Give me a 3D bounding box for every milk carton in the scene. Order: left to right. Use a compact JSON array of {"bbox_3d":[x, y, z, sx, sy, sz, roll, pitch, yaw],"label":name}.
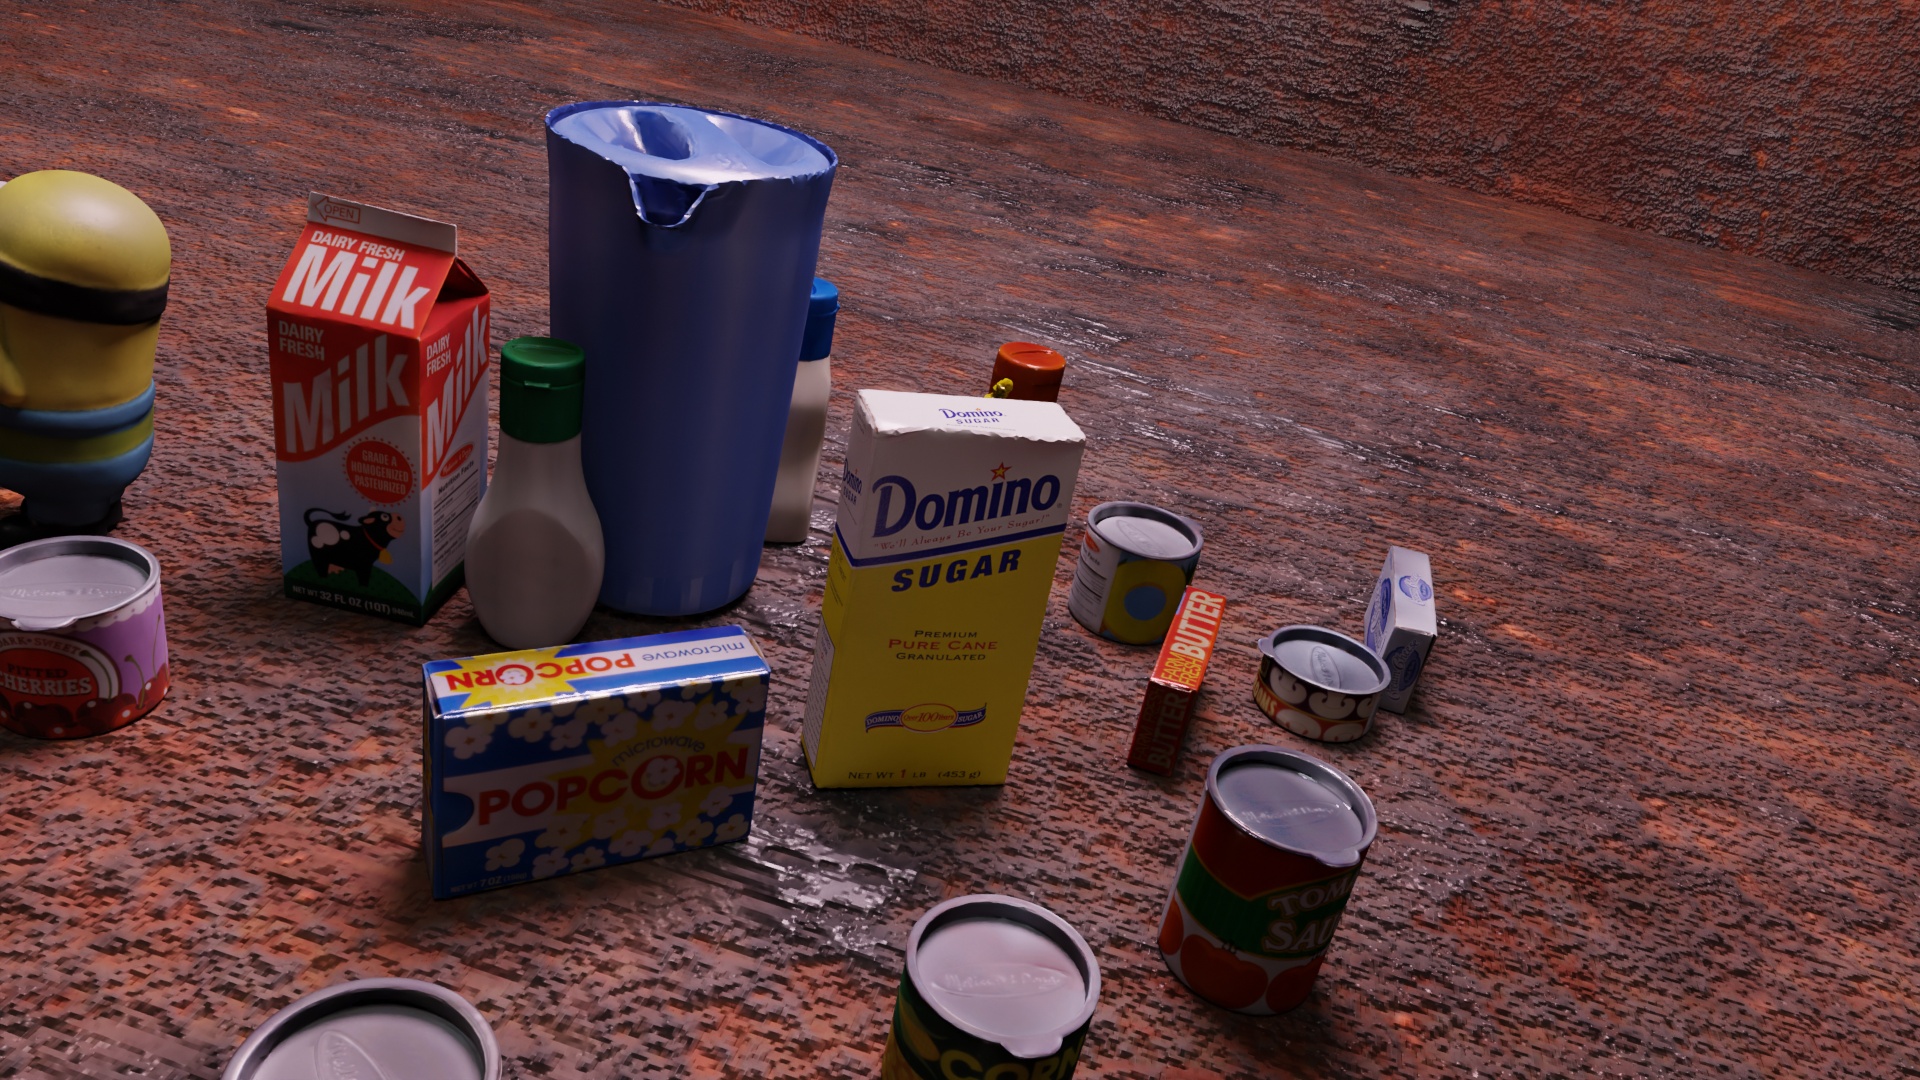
[{"bbox_3d":[-0.271,-0.064,0.654,0.072,0.189,0.074,13,27,2],"label":"milk carton"}]

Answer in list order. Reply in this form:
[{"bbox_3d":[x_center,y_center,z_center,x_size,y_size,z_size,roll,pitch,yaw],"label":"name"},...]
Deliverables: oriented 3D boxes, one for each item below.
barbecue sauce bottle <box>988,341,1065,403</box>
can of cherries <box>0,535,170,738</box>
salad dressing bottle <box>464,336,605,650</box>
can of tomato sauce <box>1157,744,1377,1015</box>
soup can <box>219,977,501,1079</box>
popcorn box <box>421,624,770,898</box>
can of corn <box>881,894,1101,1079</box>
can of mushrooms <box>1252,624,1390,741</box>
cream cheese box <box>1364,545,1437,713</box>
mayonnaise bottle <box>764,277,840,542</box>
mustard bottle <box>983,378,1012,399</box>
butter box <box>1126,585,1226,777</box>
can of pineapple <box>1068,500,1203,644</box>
[{"bbox_3d":[0.024,-0.033,0.757,0.065,0.147,0.044,-9,34,-34],"label":"barbecue sauce bottle"},{"bbox_3d":[-0.363,0.040,0.566,0.071,0.058,0.072,9,27,-5],"label":"can of cherries"},{"bbox_3d":[-0.197,-0.021,0.648,0.064,0.147,0.044,6,28,-11],"label":"salad dressing bottle"},{"bbox_3d":[0.121,0.135,0.548,0.071,0.082,0.071,9,27,-5],"label":"can of tomato sauce"},{"bbox_3d":[-0.161,0.172,0.369,0.071,0.083,0.072,9,27,-5],"label":"soup can"},{"bbox_3d":[-0.141,0.084,0.540,0.127,0.084,0.038,-5,32,-30],"label":"popcorn box"},{"bbox_3d":[0.010,0.167,0.472,0.071,0.058,0.071,9,27,-5],"label":"can of corn"},{"bbox_3d":[0.189,0.075,0.741,0.071,0.033,0.071,9,27,-5],"label":"can of mushrooms"},{"bbox_3d":[0.249,0.049,0.791,0.024,0.053,0.104,16,28,8],"label":"cream cheese box"},{"bbox_3d":[-0.098,-0.075,0.789,0.041,0.147,0.065,1,29,-20],"label":"mayonnaise bottle"},{"bbox_3d":[0.002,-0.009,0.689,0.049,0.159,0.065,2,29,-17],"label":"mustard bottle"},{"bbox_3d":[0.110,0.069,0.700,0.024,0.052,0.104,17,28,11],"label":"butter box"},{"bbox_3d":[0.100,0.018,0.787,0.071,0.057,0.071,9,27,-5],"label":"can of pineapple"}]
